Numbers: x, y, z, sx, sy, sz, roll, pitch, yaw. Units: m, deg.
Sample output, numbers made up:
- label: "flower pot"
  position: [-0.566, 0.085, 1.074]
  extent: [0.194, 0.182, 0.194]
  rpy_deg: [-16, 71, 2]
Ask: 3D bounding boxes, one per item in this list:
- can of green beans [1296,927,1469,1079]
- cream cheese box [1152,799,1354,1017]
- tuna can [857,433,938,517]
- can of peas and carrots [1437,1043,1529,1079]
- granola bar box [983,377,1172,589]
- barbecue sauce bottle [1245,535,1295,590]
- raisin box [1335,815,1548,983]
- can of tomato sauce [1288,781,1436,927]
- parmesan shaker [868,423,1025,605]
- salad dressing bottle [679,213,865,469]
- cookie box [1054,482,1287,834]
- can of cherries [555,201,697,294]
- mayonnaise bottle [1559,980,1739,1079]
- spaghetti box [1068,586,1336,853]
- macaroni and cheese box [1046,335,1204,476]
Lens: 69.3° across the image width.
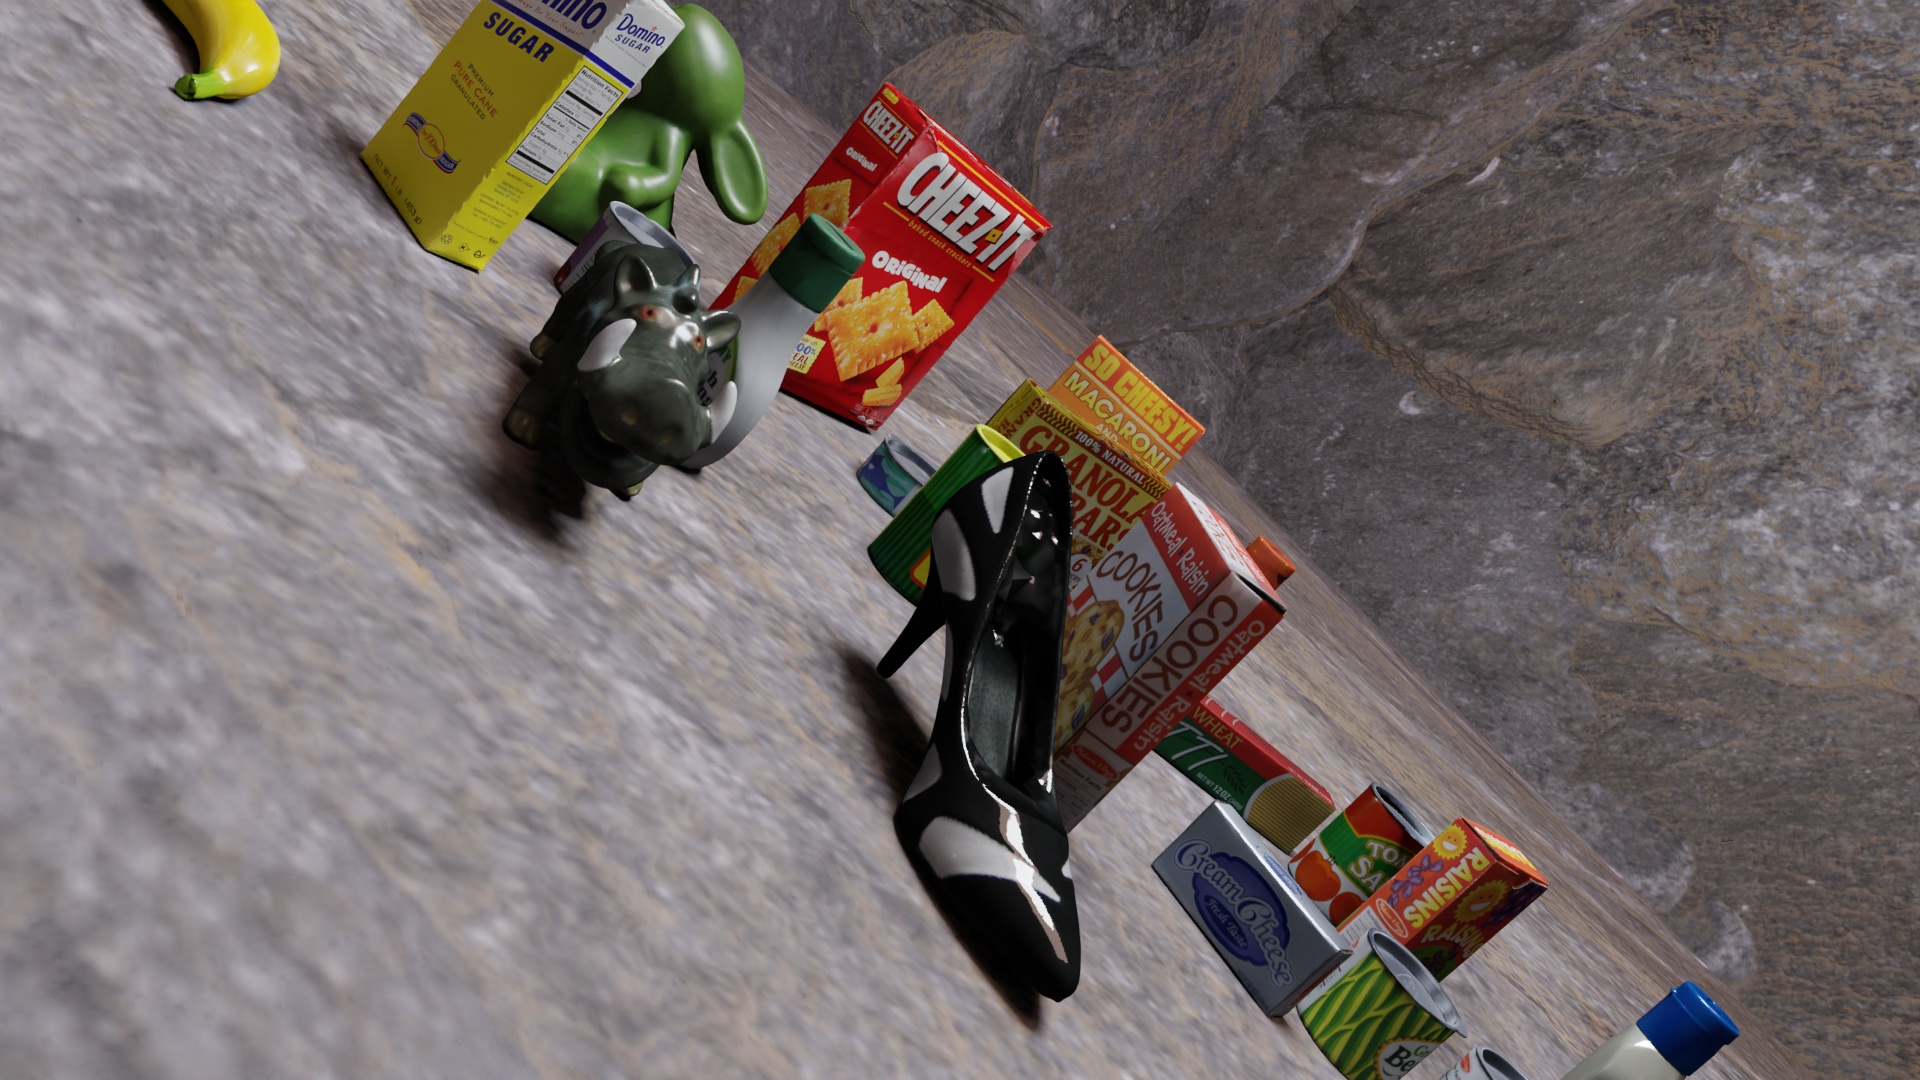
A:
- label: "can of green beans"
  position: [0.225, 0.254, 0.750]
  extent: [0.071, 0.057, 0.071]
  rpy_deg: [39, 14, -12]
- label: "cream cheese box"
  position: [0.154, 0.196, 0.743]
  extent: [0.024, 0.053, 0.104]
  rpy_deg: [23, 23, -54]
- label: "tuna can"
  position: [-0.039, -0.041, 0.972]
  extent: [0.071, 0.032, 0.071]
  rpy_deg: [39, 14, -12]
- label: "can of peas and carrots"
  position: [0.274, 0.308, 0.718]
  extent: [0.071, 0.058, 0.071]
  rpy_deg: [39, 14, -12]
- label: "granola bar box"
  position: [0.069, -0.033, 1.049]
  extent: [0.165, 0.124, 0.039]
  rpy_deg: [30, 18, -40]
- label: "barbecue sauce bottle"
  position: [0.182, 0.061, 1.025]
  extent: [0.065, 0.148, 0.044]
  rpy_deg: [24, 22, -53]
- label: "raisin box"
  position: [0.296, 0.234, 0.866]
  extent: [0.086, 0.123, 0.040]
  rpy_deg: [30, 18, -42]
- label: "can of tomato sauce"
  position: [0.276, 0.218, 0.944]
  extent: [0.071, 0.083, 0.071]
  rpy_deg: [39, 14, -12]
- label: "parmesan shaker"
  position: [0.003, -0.011, 0.850]
  extent: [0.071, 0.103, 0.071]
  rpy_deg: [39, 14, -12]
- label: "salad dressing bottle"
  position: [-0.110, -0.105, 0.733]
  extent: [0.064, 0.147, 0.044]
  rpy_deg: [51, 16, 31]
- label: "cookie box"
  position: [0.082, 0.060, 0.716]
  extent: [0.040, 0.167, 0.123]
  rpy_deg: [38, 14, -18]
- label: "can of cherries"
  position: [-0.201, -0.162, 0.843]
  extent: [0.071, 0.058, 0.072]
  rpy_deg: [39, 14, -12]
- label: "mayonnaise bottle"
  position: [0.366, 0.309, 0.779]
  extent: [0.041, 0.147, 0.065]
  rpy_deg: [48, 15, 23]
- label: "spaghetti box"
  position: [0.153, 0.126, 0.956]
  extent: [0.250, 0.050, 0.029]
  rpy_deg: [38, 14, -14]
- label: "macaroni and cheese box"
  position: [0.108, -0.074, 1.193]
  extent: [0.124, 0.166, 0.040]
  rpy_deg: [42, 13, 1]
